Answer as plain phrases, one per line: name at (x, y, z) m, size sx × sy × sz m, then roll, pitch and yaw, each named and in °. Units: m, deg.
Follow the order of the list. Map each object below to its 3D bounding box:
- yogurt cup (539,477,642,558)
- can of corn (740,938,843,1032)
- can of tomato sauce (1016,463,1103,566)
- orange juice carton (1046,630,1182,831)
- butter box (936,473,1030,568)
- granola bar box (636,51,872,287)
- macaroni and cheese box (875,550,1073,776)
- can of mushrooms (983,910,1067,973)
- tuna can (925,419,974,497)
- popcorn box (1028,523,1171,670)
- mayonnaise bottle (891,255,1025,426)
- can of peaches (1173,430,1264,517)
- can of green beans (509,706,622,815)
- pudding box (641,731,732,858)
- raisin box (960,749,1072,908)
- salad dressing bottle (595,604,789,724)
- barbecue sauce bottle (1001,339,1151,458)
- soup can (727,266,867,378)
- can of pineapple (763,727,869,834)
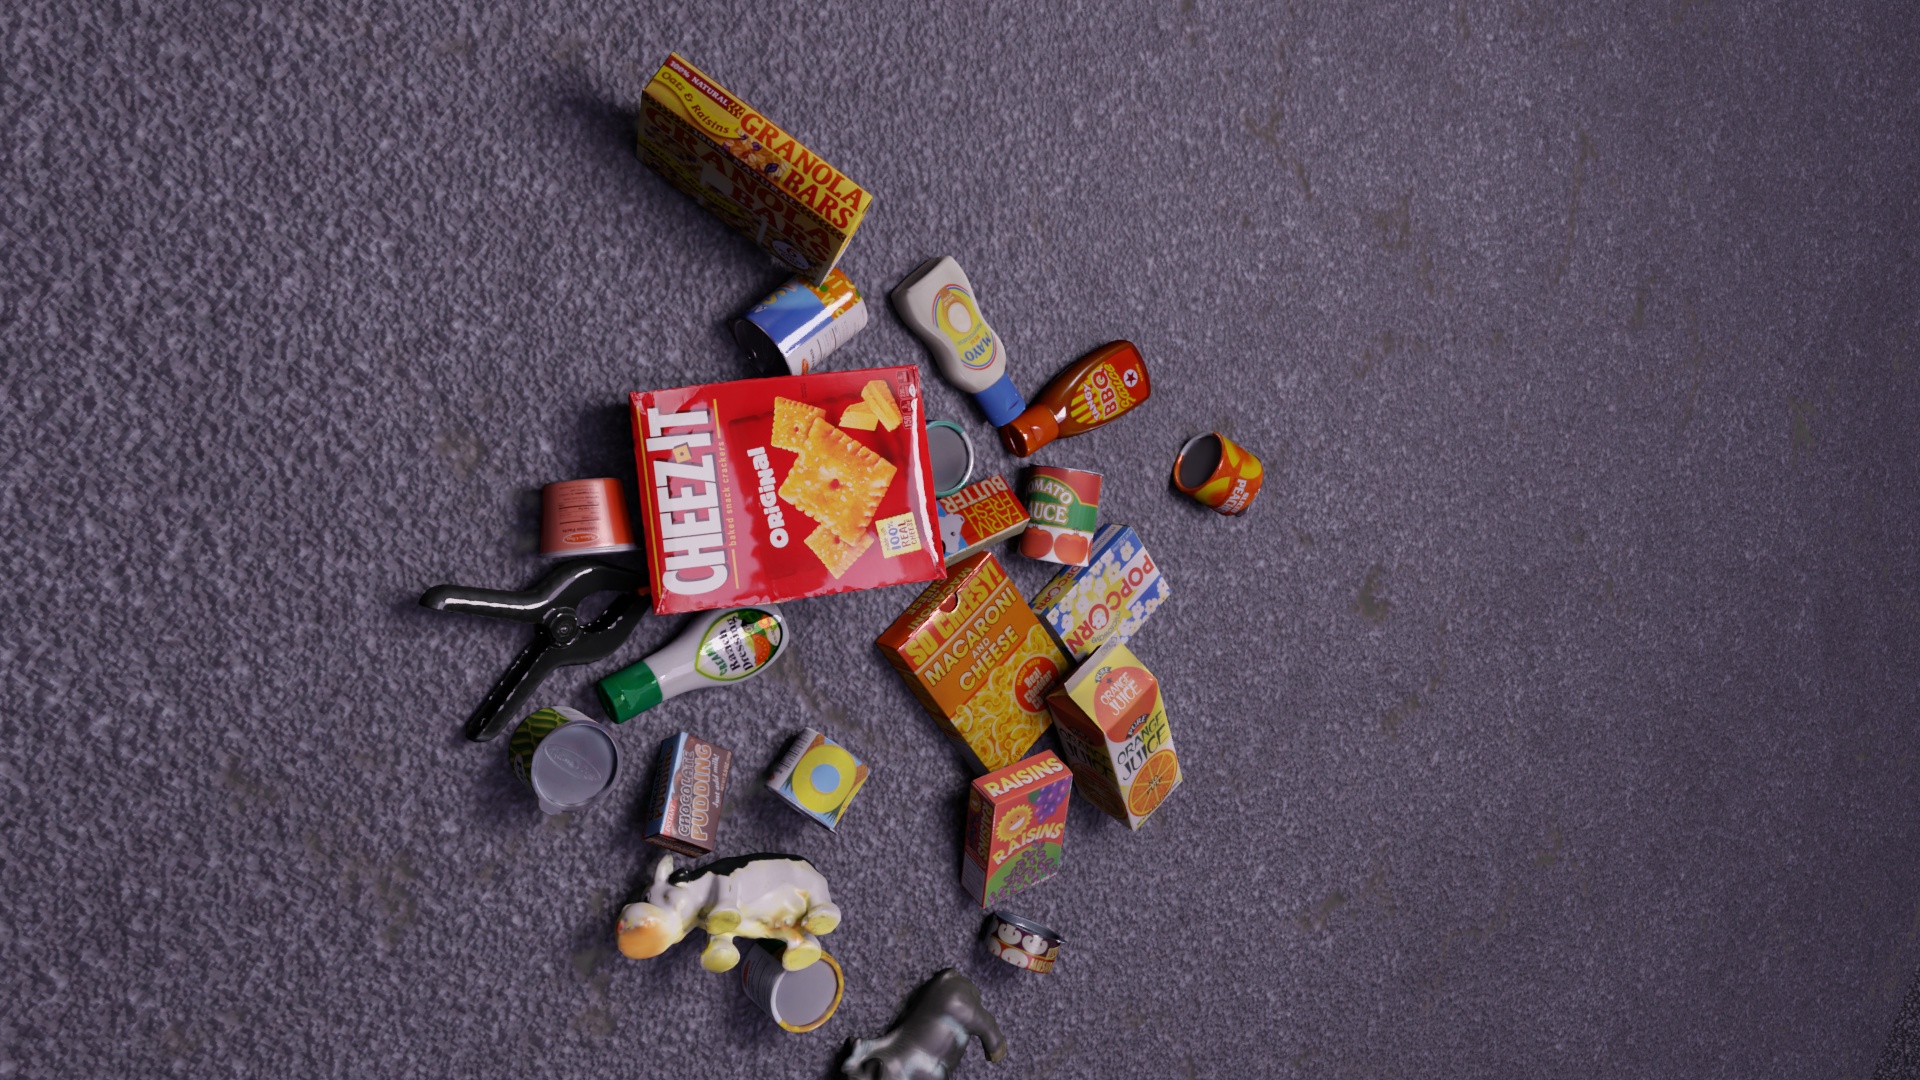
yogurt cup at (-0.270, -0.016, 1.001) m, size 0.072 × 0.072 × 0.054 m, roll -5°, pitch 90°, yaw -33°
can of corn at (-0.134, 0.356, 1.126) m, size 0.071 × 0.058 × 0.071 m, roll -4°, pitch 97°, yaw -33°
can of tomato sauce at (0.086, -0.023, 1.229) m, size 0.071 × 0.071 × 0.083 m, roll 8°, pitch 91°, yaw -33°
orange juice carton at (0.135, 0.166, 1.239) m, size 0.072 × 0.073 × 0.191 m, roll -41°, pitch 135°, yaw -23°
butter box at (0.004, -0.015, 1.187) m, size 0.104 × 0.024 × 0.053 m, roll -25°, pitch 71°, yaw -29°
granola bar box at (-0.149, -0.259, 0.989) m, size 0.165 × 0.124 × 0.039 m, roll 35°, pitch 76°, yaw -8°
macaroni and cheese box at (0.021, 0.109, 1.214) m, size 0.124 × 0.040 × 0.166 m, roll -46°, pitch 117°, yaw -22°
can of mushrooms at (0.058, 0.361, 1.245) m, size 0.071 × 0.071 × 0.033 m, roll 25°, pitch 83°, yaw -32°
tuna can at (-0.025, -0.069, 1.172) m, size 0.071 × 0.033 × 0.071 m, roll -4°, pitch 97°, yaw -33°
popcorn box at (0.128, 0.056, 1.280) m, size 0.127 × 0.038 × 0.085 m, roll -45°, pitch 117°, yaw -22°
mayonnaise bottle at (0.004, -0.165, 1.177) m, size 0.065 × 0.041 × 0.147 m, roll -45°, pitch 116°, yaw -23°
can of peaches at (0.247, -0.063, 1.328) m, size 0.058 × 0.071 × 0.071 m, roll 27°, pitch 80°, yaw -31°
can of green beans at (-0.287, 0.157, 1.008) m, size 0.071 × 0.058 × 0.071 m, roll -4°, pitch 97°, yaw -33°
pudding box at (-0.209, 0.194, 1.060) m, size 0.049 × 0.030 × 0.084 m, roll 30°, pitch 51°, yaw -31°
raisin box at (0.049, 0.253, 1.222) m, size 0.086 × 0.040 × 0.122 m, roll -16°, pitch 127°, yaw -30°
salad dressing bottle at (-0.204, 0.092, 1.064) m, size 0.148 × 0.044 × 0.064 m, roll -27°, pitch 107°, yaw -28°
barbecue sauce bottle at (0.102, -0.123, 1.244) m, size 0.149 × 0.043 × 0.064 m, roll -32°, pitch 112°, yaw -26°
soup can at (-0.126, -0.170, 1.079) m, size 0.084 × 0.071 × 0.071 m, roll -43°, pitch 115°, yaw -23°
can of pineapple at (-0.114, 0.193, 1.119) m, size 0.071 × 0.071 × 0.058 m, roll 43°, pitch 72°, yaw -29°
